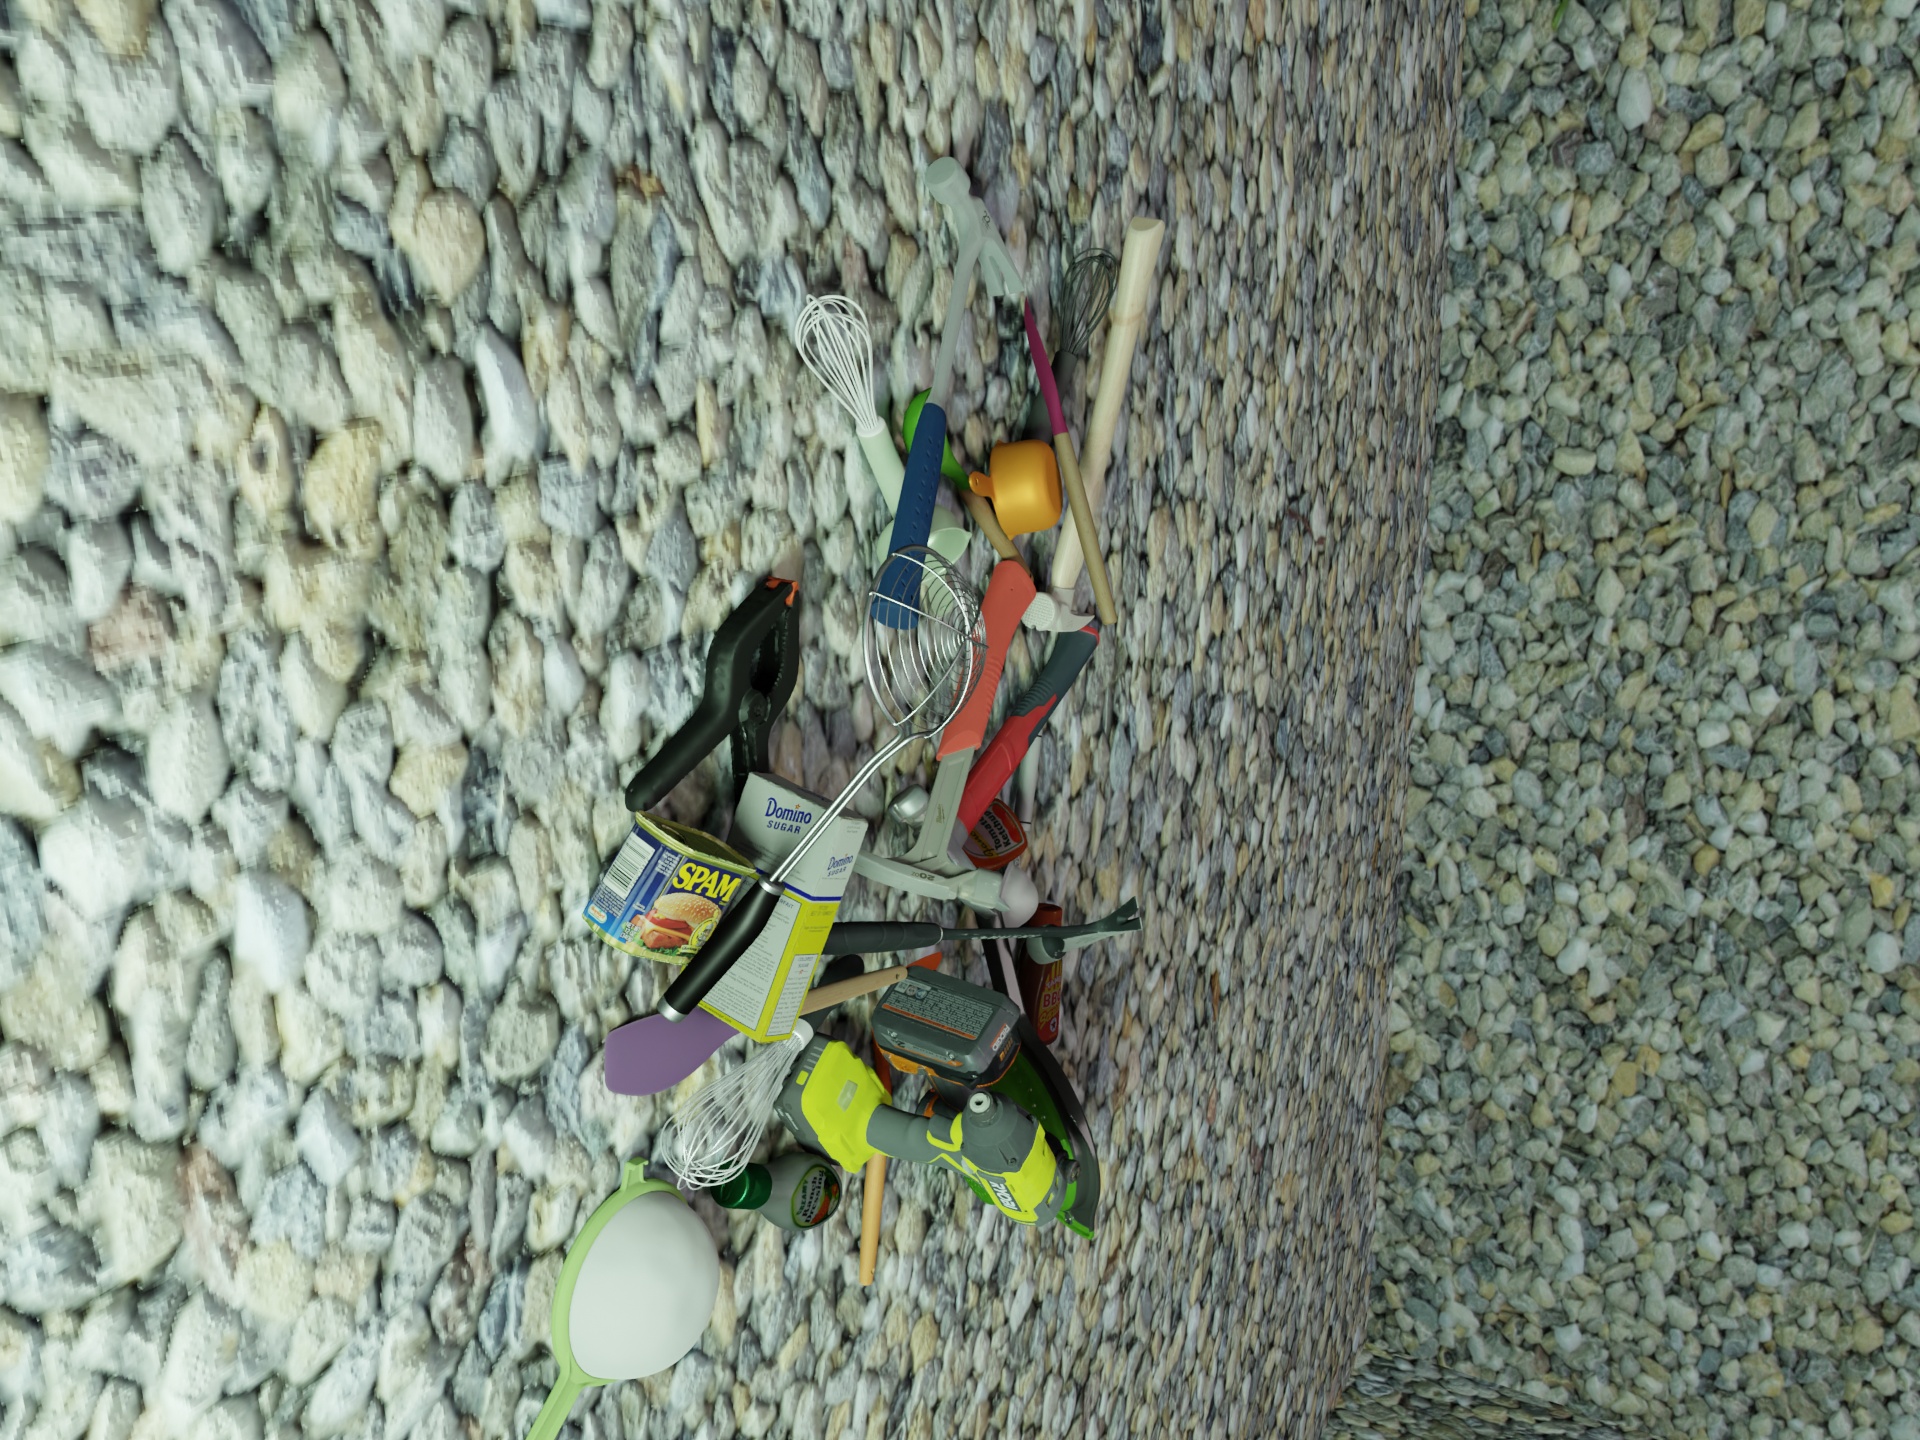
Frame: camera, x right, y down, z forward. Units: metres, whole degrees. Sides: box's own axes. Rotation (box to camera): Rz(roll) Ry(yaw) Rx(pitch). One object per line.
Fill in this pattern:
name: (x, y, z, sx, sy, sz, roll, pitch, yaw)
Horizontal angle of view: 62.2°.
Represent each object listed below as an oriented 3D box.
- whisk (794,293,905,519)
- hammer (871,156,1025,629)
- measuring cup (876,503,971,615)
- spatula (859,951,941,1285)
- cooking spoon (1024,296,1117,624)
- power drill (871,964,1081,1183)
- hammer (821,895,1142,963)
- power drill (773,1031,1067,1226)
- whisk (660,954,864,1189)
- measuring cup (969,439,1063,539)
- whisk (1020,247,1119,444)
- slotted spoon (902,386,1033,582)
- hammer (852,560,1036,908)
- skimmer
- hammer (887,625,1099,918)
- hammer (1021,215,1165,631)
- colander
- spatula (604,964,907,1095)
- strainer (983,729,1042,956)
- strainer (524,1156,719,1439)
whisk: (-0.075, -0.241, 1.271, 0.058, 0.059, 0.246, -33, 141, -7)
hammer: (-0.016, -0.259, 1.303, 0.143, 0.035, 0.406, 45, 49, -53)
measuring cup: (-0.030, -0.136, 1.382, 0.083, 0.038, 0.167, -31, 161, -4)
spatula: (-0.066, 0.368, 1.460, 0.081, 0.041, 0.322, -10, 107, -61)
cooking spoon: (0.101, -0.245, 1.499, 0.068, 0.017, 0.319, 8, 67, -84)
power drill: (0.019, 0.327, 1.402, 0.084, 0.164, 0.226, -53, 142, -35)
hammer: (-0.011, 0.185, 1.366, 0.408, 0.149, 0.036, 5, 68, -43)
power drill: (-0.034, 0.334, 1.314, 0.080, 0.223, 0.171, -62, 146, -32)
whisk: (-0.146, 0.270, 1.272, 0.285, 0.070, 0.070, -48, 138, -53)
measuring cup: (0.053, -0.217, 1.455, 0.173, 0.052, 0.095, -16, 99, -73)
whisk: (0.100, -0.357, 1.559, 0.055, 0.055, 0.239, 38, 69, -58)
slotted spoon: (0.011, -0.201, 1.455, 0.313, 0.031, 0.070, 48, 52, -57)
hammer: (-0.002, -0.005, 1.428, 0.036, 0.149, 0.359, 110, -4, -55)
skimmer: (-0.106, 0.047, 1.084, 0.363, 0.090, 0.127, -51, 147, 11)
hammer: (0.064, 0.027, 1.553, 0.143, 0.038, 0.386, 51, 41, -11)
hammer: (0.143, -0.290, 1.589, 0.146, 0.038, 0.410, -10, 114, -68)
colander: (0.028, 0.334, 1.565, 0.094, 0.204, 0.397, -18, 99, -22)
spatula: (-0.151, 0.232, 1.243, 0.315, 0.018, 0.060, -9, 103, -50)
strainer: (0.063, 0.116, 1.628, 0.087, 0.050, 0.258, 24, 73, -77)
strainer: (-0.243, 0.453, 1.127, 0.256, 0.069, 0.151, -61, 146, -35)
